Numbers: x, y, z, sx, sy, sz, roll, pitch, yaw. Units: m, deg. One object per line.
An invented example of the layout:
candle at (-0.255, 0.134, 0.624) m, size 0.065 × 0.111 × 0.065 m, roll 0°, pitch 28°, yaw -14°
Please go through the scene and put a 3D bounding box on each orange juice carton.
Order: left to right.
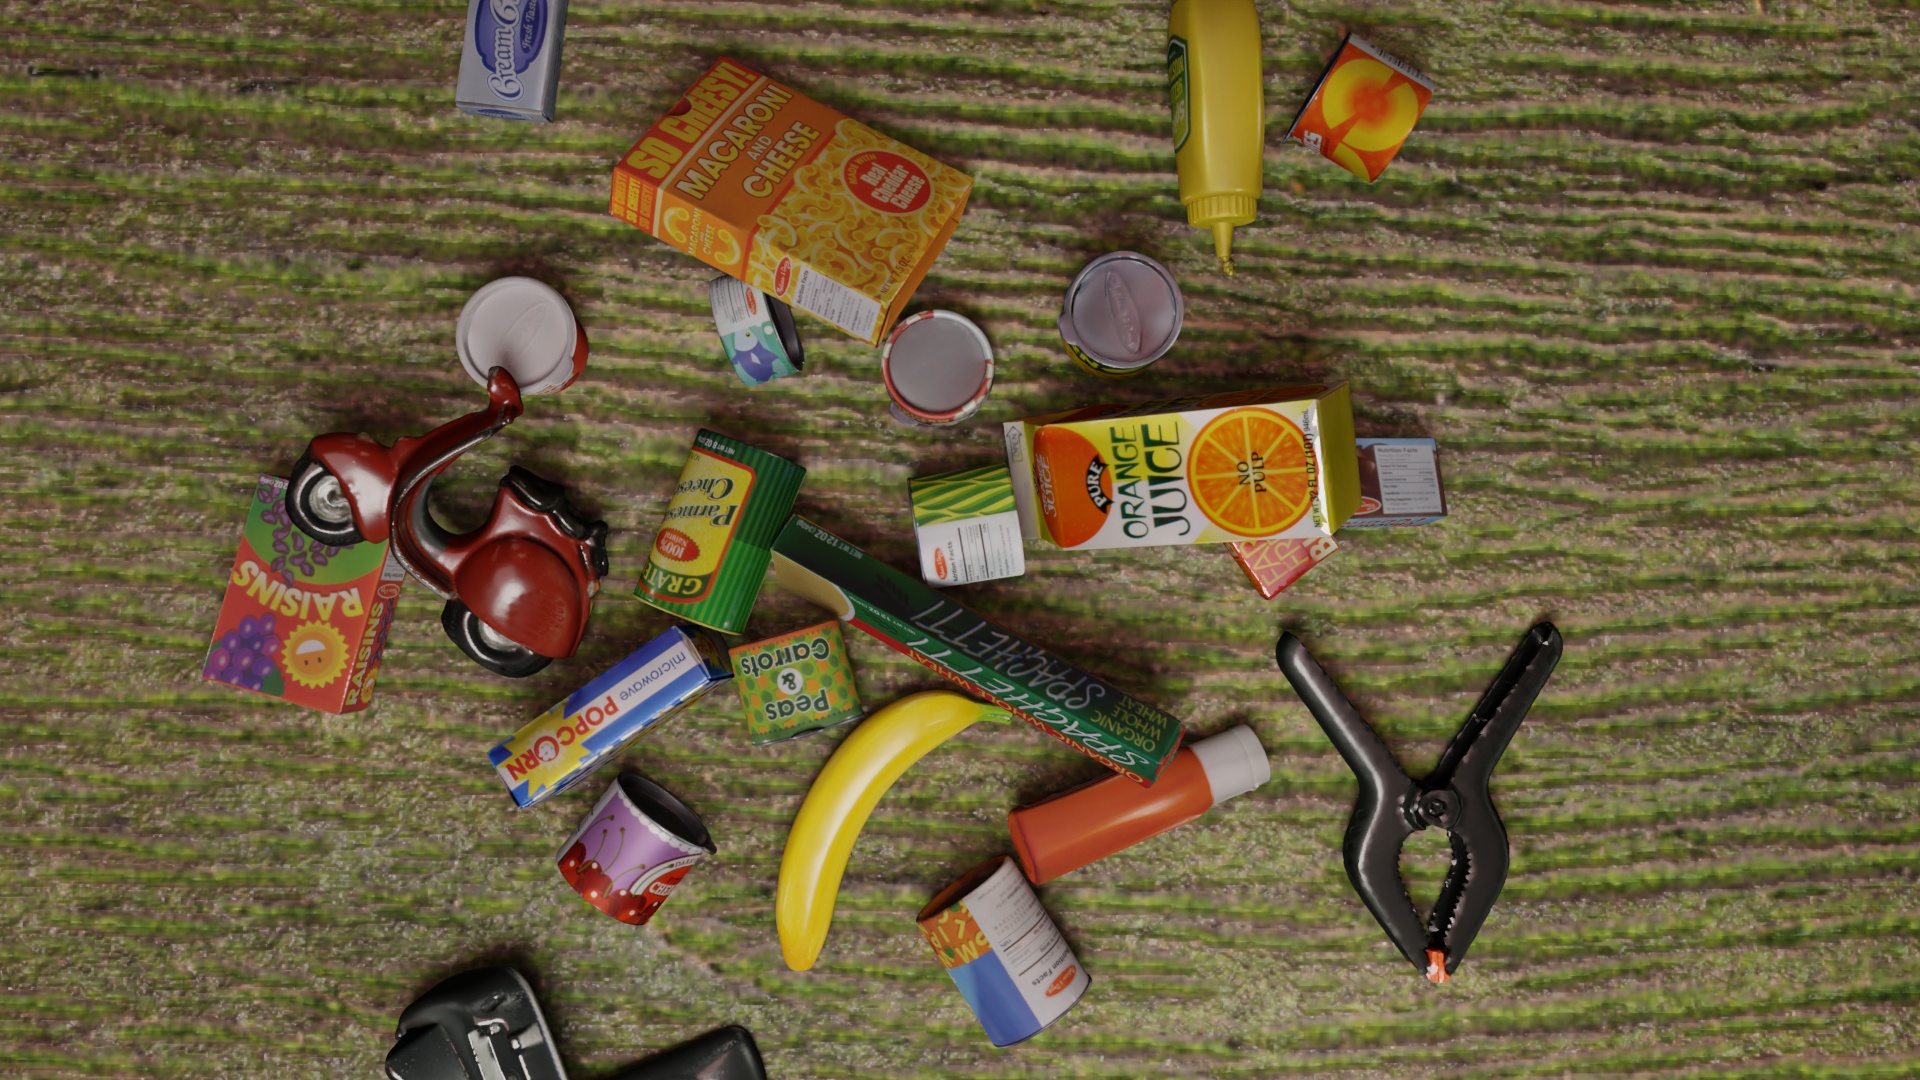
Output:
orange juice carton at (0.114, -0.039, 0.765) m, size 0.192 × 0.073 × 0.071 m, roll -3°, pitch 102°, yaw 28°

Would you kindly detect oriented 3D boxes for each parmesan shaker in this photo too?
parmesan shaker at (-0.139, -0.006, 0.795) m, size 0.071 × 0.071 × 0.103 m, roll 21°, pitch 88°, yaw 1°

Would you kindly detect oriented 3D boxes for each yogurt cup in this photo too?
yogurt cup at (-0.250, -0.114, 0.804) m, size 0.072 × 0.054 × 0.072 m, roll 0°, pitch 88°, yaw 1°

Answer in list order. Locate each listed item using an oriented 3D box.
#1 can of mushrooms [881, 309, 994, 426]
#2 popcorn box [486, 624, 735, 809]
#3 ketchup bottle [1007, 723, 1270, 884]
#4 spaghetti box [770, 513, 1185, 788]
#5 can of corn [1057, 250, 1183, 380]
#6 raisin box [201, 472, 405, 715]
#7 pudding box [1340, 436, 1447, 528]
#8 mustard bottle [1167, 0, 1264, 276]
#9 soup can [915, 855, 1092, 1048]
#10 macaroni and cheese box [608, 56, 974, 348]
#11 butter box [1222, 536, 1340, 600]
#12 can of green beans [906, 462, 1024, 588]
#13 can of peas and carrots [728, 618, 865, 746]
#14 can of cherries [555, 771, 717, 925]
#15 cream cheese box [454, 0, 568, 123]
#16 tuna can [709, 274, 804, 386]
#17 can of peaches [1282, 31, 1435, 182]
can of mushrooms at (-0.014, -0.099, 0.813) m, size 0.071 × 0.033 × 0.071 m, roll 0°, pitch 88°, yaw 0°
popcorn box at (-0.191, 0.096, 0.781) m, size 0.127 × 0.085 × 0.038 m, roll -34°, pitch 87°, yaw 0°
ketchup bottle at (0.102, 0.148, 0.791) m, size 0.149 × 0.064 × 0.043 m, roll -20°, pitch 69°, yaw -9°
spaghetti box at (0.006, 0.061, 0.773) m, size 0.250 × 0.050 × 0.029 m, roll 28°, pitch 66°, yaw 13°
can of corn at (0.089, -0.127, 0.800) m, size 0.071 × 0.058 × 0.071 m, roll 0°, pitch 88°, yaw 0°
raisin box at (-0.376, 0.031, 0.808) m, size 0.086 × 0.040 × 0.123 m, roll 15°, pitch 87°, yaw 0°
pudding box at (0.233, -0.033, 0.796) m, size 0.084 × 0.030 × 0.050 m, roll -2°, pitch 78°, yaw -16°
mustard bottle at (0.148, -0.233, 0.802) m, size 0.049 × 0.065 × 0.160 m, roll -4°, pitch 92°, yaw -4°
soup can at (0.022, 0.232, 0.786) m, size 0.071 × 0.071 × 0.084 m, roll -33°, pitch 87°, yaw 0°
macaroni and cheese box at (-0.092, -0.195, 0.783) m, size 0.166 × 0.040 × 0.124 m, roll 27°, pitch 52°, yaw 1°
butter box at (0.170, -0.021, 0.813) m, size 0.053 × 0.024 × 0.103 m, roll -35°, pitch 88°, yaw -1°
can of green beans at (0.003, -0.008, 0.793) m, size 0.058 × 0.071 × 0.071 m, roll -10°, pitch 88°, yaw -1°
can of peas and carrots at (-0.094, 0.080, 0.788) m, size 0.071 × 0.071 × 0.058 m, roll -15°, pitch 88°, yaw 0°
can of cherries at (-0.183, 0.176, 0.787) m, size 0.071 × 0.071 × 0.058 m, roll 39°, pitch 89°, yaw 1°
cream cheese box at (-0.264, -0.303, 0.826) m, size 0.053 × 0.024 × 0.104 m, roll 7°, pitch 88°, yaw 1°
tuna can at (-0.116, -0.123, 0.799) m, size 0.033 × 0.071 × 0.071 m, roll -17°, pitch 88°, yaw 6°
can of peaches at (0.229, -0.247, 0.800) m, size 0.058 × 0.071 × 0.071 m, roll 30°, pitch 89°, yaw 1°
